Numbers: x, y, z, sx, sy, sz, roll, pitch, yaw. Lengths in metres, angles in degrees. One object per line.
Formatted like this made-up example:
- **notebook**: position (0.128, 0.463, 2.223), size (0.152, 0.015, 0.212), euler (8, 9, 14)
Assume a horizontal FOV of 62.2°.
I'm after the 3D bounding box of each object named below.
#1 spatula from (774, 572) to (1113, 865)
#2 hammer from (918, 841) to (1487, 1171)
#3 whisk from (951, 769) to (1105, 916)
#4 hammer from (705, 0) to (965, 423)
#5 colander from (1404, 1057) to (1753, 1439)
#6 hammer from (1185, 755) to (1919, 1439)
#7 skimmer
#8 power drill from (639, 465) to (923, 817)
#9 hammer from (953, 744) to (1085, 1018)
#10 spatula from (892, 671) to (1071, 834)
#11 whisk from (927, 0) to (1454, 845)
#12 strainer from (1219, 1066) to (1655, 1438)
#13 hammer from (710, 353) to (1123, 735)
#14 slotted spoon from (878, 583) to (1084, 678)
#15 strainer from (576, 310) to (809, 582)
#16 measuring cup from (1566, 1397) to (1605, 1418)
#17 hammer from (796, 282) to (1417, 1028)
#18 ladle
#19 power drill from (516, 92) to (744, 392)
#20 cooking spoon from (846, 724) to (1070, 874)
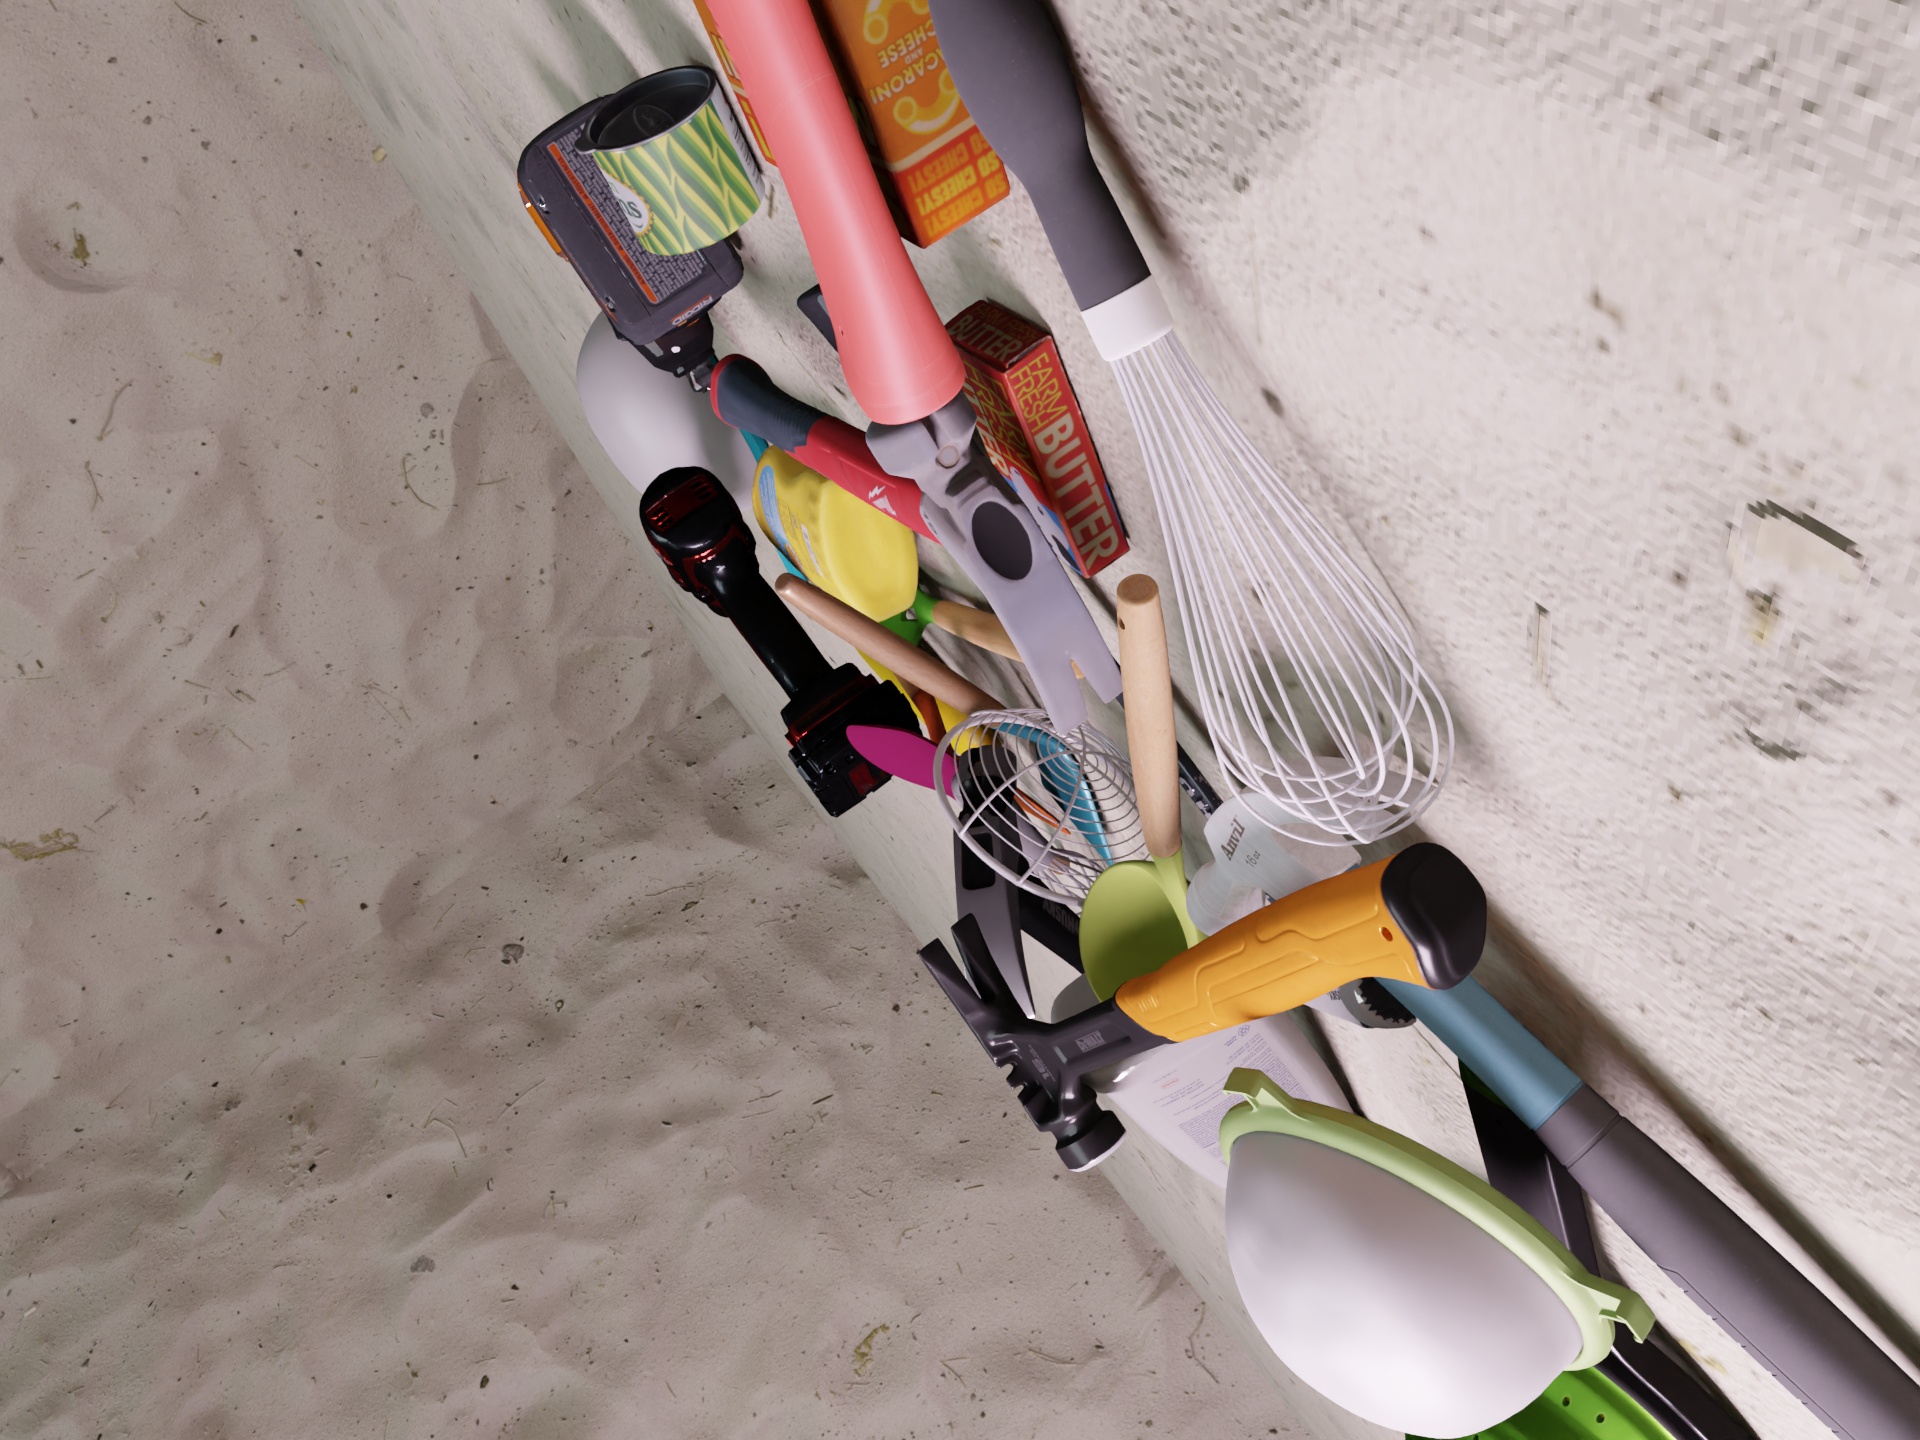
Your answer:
- **spatula**: position (-0.001, -0.003, 0.892), size (0.317, 0.044, 0.082), euler (32, -166, -47)
- **hammer**: position (0.080, 0.100, 0.608), size (0.127, 0.034, 0.336), euler (55, 152, 5)
- **whisk**: position (0.046, 0.082, 1.002), size (0.055, 0.055, 0.238), euler (47, 180, 36)
- **hammer**: position (-0.066, -0.223, 0.396), size (0.149, 0.037, 0.358), euler (41, 163, 46)
- **colander**: position (0.238, 0.284, 0.675), size (0.205, 0.094, 0.396), euler (25, 147, 50)
- **hammer**: position (0.205, 0.136, 0.516), size (0.331, 0.033, 0.128), euler (46, 152, 24)
- **skimmer**: position (0.105, 0.133, 0.883), size (0.362, 0.090, 0.127), euler (58, -158, -34)
- **power drill**: position (-0.120, -0.050, 1.050), size (0.227, 0.080, 0.187), euler (52, 174, 13)
- **hammer**: position (0.077, 0.145, 0.965), size (0.334, 0.035, 0.146), euler (45, -141, -55)
- **spatula**: position (-0.029, -0.039, 1.077), size (0.081, 0.041, 0.323), euler (40, -165, -54)
- **whisk**: position (0.061, -0.084, 0.452), size (0.284, 0.070, 0.070), euler (61, 169, -14)
- **strainer**: position (0.148, 0.235, 0.609), size (0.151, 0.069, 0.256), euler (29, 152, 20)
- **hammer**: position (-0.046, -0.110, 0.737), size (0.143, 0.038, 0.387), euler (57, 173, -27)
- **slotted spoon**: position (0.001, -0.056, 0.918), size (0.314, 0.031, 0.070), euler (28, 134, 65)
- **strainer**: position (-0.212, -0.191, 1.276), size (0.211, 0.095, 0.340), euler (44, 165, 47)
- **measuring cup**: position (0.327, 0.345, 0.768), size (0.062, 0.029, 0.156), euler (53, 159, -1)
- **hammer**: position (0.055, -0.037, 0.704), size (0.409, 0.036, 0.149), euler (54, 172, 6)
- **ladle**: position (0.068, 0.042, 0.629), size (0.319, 0.062, 0.078), euler (73, 171, -59)
- **power drill**: position (-0.189, -0.271, 0.943), size (0.164, 0.084, 0.226), euler (56, 175, -15)
- **cooking spoon**: position (0.013, 0.055, 1.031), size (0.069, 0.017, 0.318), euler (7, 163, 26)
